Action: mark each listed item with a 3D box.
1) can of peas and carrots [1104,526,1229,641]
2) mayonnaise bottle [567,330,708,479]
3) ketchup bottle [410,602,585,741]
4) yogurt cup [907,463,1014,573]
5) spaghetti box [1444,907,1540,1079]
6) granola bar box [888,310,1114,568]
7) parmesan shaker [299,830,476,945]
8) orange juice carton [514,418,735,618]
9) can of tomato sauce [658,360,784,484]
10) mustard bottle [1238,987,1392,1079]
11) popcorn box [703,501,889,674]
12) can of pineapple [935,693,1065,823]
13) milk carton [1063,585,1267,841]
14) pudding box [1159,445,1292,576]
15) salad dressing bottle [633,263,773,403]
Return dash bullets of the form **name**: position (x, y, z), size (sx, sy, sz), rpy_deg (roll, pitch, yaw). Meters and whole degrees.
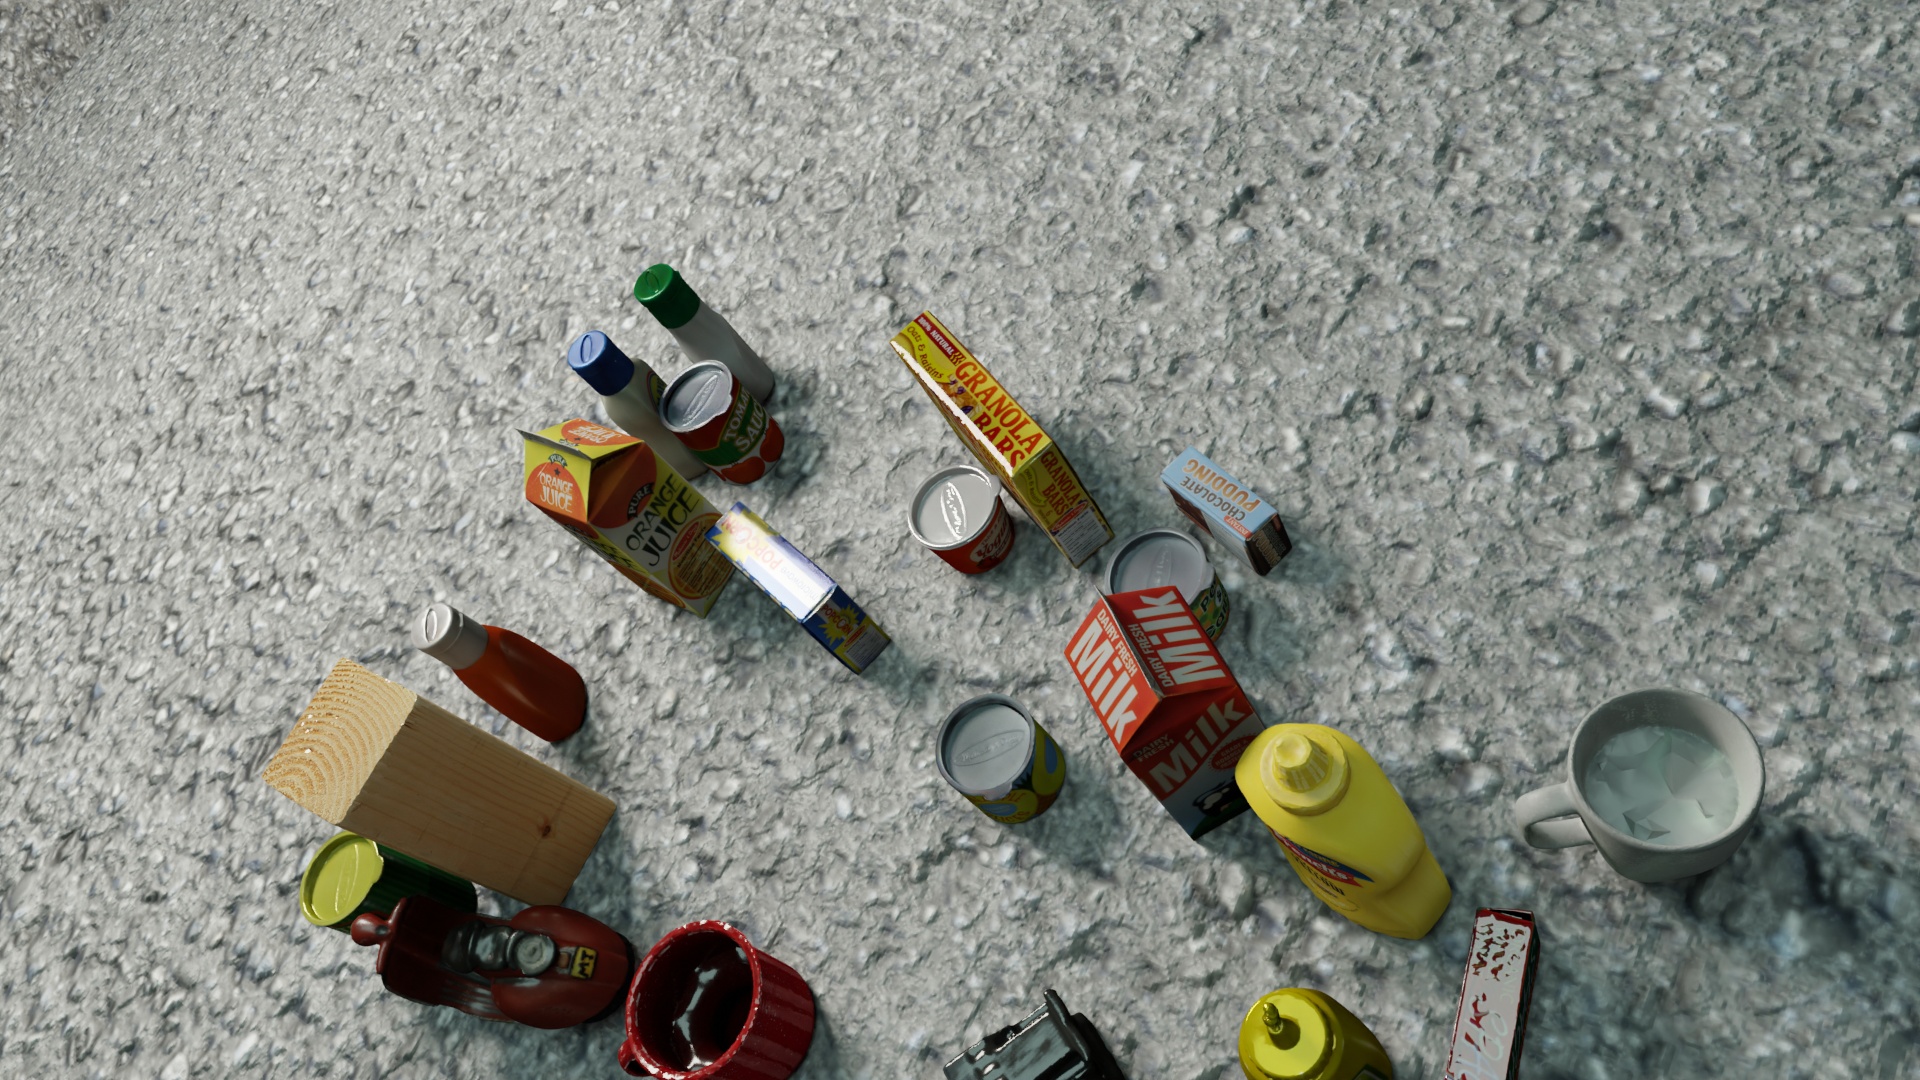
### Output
- **can of peas and carrots**: position (0.133, 0.033, 0.876), size (0.071, 0.058, 0.071), rpy_deg (-13, 56, 20)
- **mayonnaise bottle**: position (-0.252, -0.109, 1.101), size (0.041, 0.147, 0.065), rpy_deg (-20, 54, 15)
- **ketchup bottle**: position (-0.336, 0.093, 1.017), size (0.043, 0.148, 0.065), rpy_deg (-25, 53, 11)
- **yogurt cup**: position (0.003, -0.012, 0.973), size (0.072, 0.053, 0.073), rpy_deg (-13, 56, 20)
- **spaghetti box**: position (0.240, 0.301, 0.661), size (0.028, 0.050, 0.251), rpy_deg (7, 64, 30)
- **granola bar box**: position (0.028, -0.070, 0.952), size (0.039, 0.124, 0.166), rpy_deg (-40, 51, 0)
- **parmesan shaker**: position (-0.399, 0.251, 0.979), size (0.071, 0.102, 0.071), rpy_deg (-13, 56, 20)
- **orange juice carton**: position (-0.243, -0.024, 1.015), size (0.072, 0.192, 0.073), rpy_deg (19, 71, 34)
- **can of tomato sauce**: position (-0.186, -0.092, 1.099), size (0.071, 0.083, 0.071), rpy_deg (-13, 56, 20)
- **mustard bottle**: position (0.164, 0.247, 0.663), size (0.065, 0.159, 0.049), rpy_deg (-42, 51, -2)
- **popcorn box**: position (-0.116, 0.033, 0.984), size (0.038, 0.085, 0.127), rpy_deg (-48, 52, -7)
- **can of pineapple**: position (0.026, 0.138, 0.865), size (0.071, 0.057, 0.071), rpy_deg (-13, 56, 20)
- **milk carton**: position (0.118, 0.091, 0.764), size (0.073, 0.190, 0.072), rpy_deg (-32, 52, 6)
- **pudding box**: position (0.171, -0.020, 0.896), size (0.030, 0.049, 0.084), rpy_deg (-44, 52, -3)
- **salad dressing bottle**: position (-0.204, -0.162, 1.110), size (0.044, 0.147, 0.064), rpy_deg (-34, 52, 4)
